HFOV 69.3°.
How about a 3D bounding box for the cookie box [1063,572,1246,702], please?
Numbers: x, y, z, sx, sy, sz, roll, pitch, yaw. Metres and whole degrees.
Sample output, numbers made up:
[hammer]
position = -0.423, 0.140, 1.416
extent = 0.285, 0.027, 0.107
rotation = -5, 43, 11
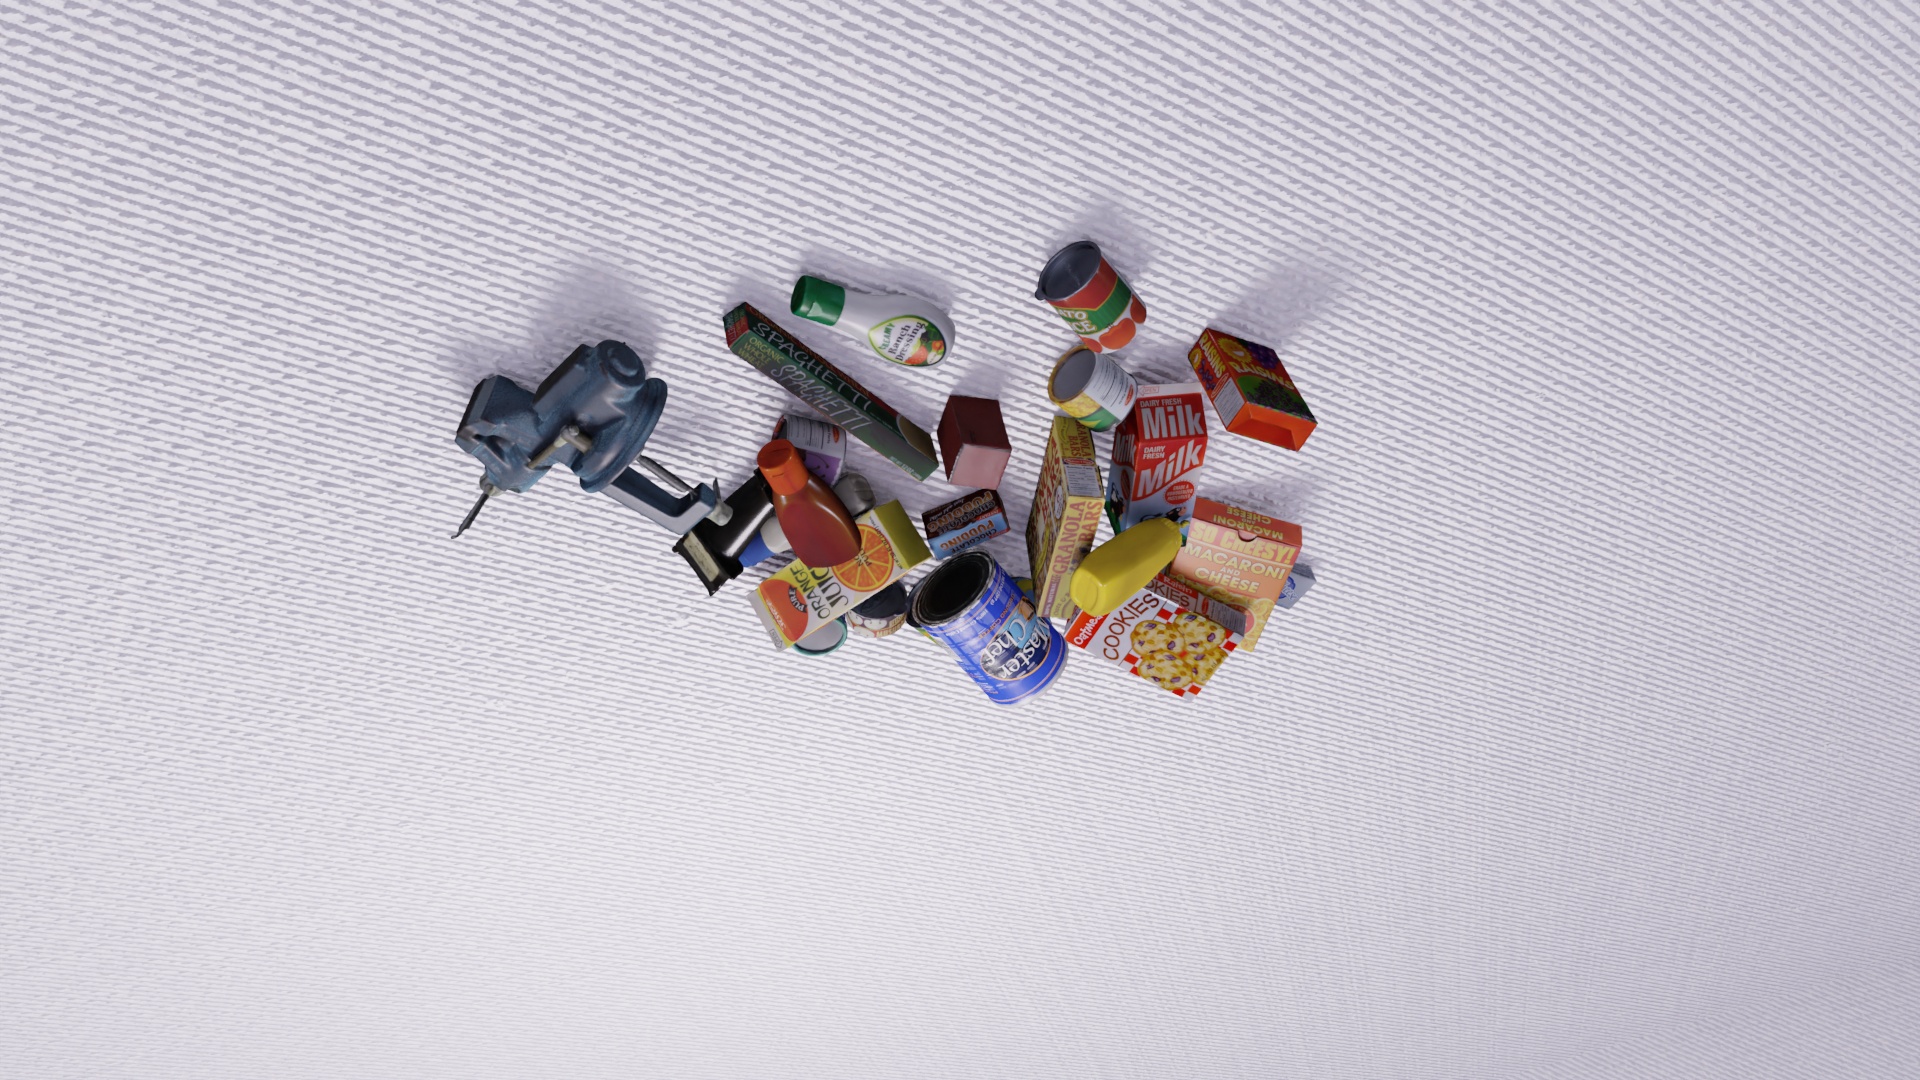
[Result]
[cookie box]
position = 0.215, 0.096, 1.549
extent = 0.167, 0.040, 0.122
rotation = 26, 131, -4

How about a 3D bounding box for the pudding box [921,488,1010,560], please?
[pudding box]
position = 0.005, -0.018, 1.428
extent = 0.083, 0.050, 0.030
rotation = -22, 133, 7

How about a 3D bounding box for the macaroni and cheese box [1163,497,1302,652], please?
[macaroni and cheese box]
position = 0.292, 0.040, 1.535
extent = 0.124, 0.040, 0.165
rotation = 15, 131, 1

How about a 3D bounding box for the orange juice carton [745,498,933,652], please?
[orange juice carton]
position = -0.130, 0.039, 1.409
extent = 0.192, 0.073, 0.072
rotation = -32, 89, 21

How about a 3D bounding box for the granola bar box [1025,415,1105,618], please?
[granola bar box]
position = 0.103, -0.022, 1.394
extent = 0.039, 0.125, 0.164
rotation = 3, 133, -9

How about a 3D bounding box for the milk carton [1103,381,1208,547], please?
[milk carton]
position = 0.197, -0.082, 1.398
extent = 0.072, 0.074, 0.189
rotation = -6, 134, -10

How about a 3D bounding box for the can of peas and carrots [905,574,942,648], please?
[can of peas and carrots]
position = -0.020, 0.079, 1.503
extent = 0.071, 0.071, 0.058
rotation = -35, 132, 19

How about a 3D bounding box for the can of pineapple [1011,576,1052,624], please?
[can of pineapple]
position = 0.066, 0.084, 1.534
extent = 0.071, 0.058, 0.070
rotation = -7, 134, -8

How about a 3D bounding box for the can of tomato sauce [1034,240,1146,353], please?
[can of tomato sauce]
position = 0.118, -0.217, 1.253
extent = 0.071, 0.071, 0.083
rotation = -34, 132, 18

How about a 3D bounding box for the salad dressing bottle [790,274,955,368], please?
[salad dressing bottle]
position = -0.078, -0.197, 1.239
extent = 0.148, 0.044, 0.064
rotation = 15, 129, -26

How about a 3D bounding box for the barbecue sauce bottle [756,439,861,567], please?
[barbecue sauce bottle]
position = -0.144, -0.033, 1.288
extent = 0.065, 0.044, 0.148
rotation = -12, 141, 11

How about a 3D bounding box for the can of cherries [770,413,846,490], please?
[can of cherries]
position = -0.147, -0.081, 1.317
extent = 0.058, 0.072, 0.071
rotation = 11, 129, -23

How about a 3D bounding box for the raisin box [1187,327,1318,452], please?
[raisin box]
position = 0.277, -0.144, 1.324
extent = 0.086, 0.124, 0.040
rotation = 12, 128, -24

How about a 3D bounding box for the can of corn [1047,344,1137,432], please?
[can of corn]
position = 0.124, -0.145, 1.327
extent = 0.071, 0.071, 0.058
rotation = -41, 129, 23

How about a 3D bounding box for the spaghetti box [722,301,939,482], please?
[spaghetti box]
position = -0.115, -0.134, 1.286
extent = 0.028, 0.050, 0.249
rotation = -40, 129, 21

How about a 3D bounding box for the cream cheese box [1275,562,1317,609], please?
[cream cheese box]
position = 0.352, 0.042, 1.591
extent = 0.104, 0.024, 0.053
rotation = 19, 125, -28

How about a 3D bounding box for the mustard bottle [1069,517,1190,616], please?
[mustard bottle]
position = 0.173, 0.015, 1.368
extent = 0.161, 0.049, 0.065
rotation = -32, 149, -37

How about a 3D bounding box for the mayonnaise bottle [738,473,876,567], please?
[mayonnaise bottle]
position = -0.159, -0.019, 1.381
extent = 0.148, 0.041, 0.065
rotation = -25, 177, 14

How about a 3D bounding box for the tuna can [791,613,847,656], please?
[tuna can]
position = -0.156, 0.095, 1.506
extent = 0.071, 0.033, 0.070
rotation = -7, 134, -7

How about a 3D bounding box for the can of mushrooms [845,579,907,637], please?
[can of mushrooms]
position = -0.088, 0.070, 1.474
extent = 0.071, 0.071, 0.033
rotation = -5, 135, -9
